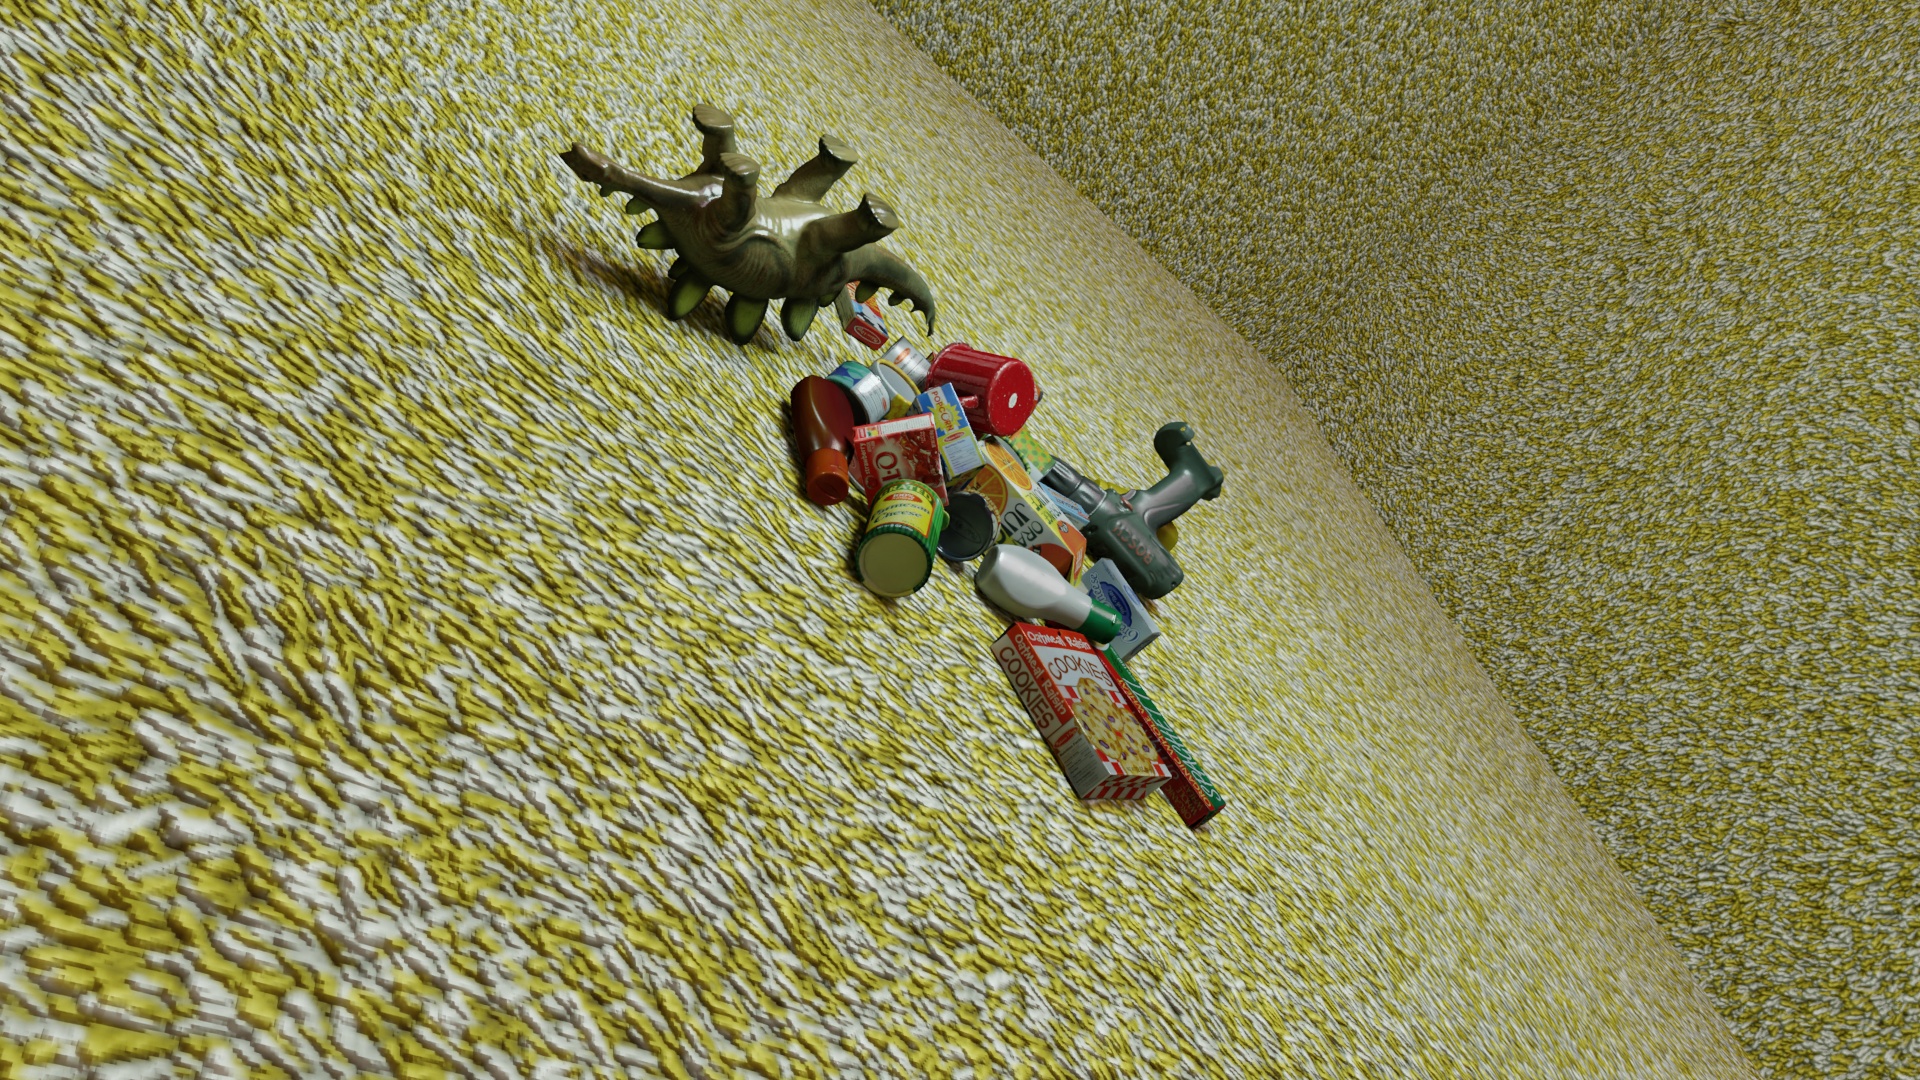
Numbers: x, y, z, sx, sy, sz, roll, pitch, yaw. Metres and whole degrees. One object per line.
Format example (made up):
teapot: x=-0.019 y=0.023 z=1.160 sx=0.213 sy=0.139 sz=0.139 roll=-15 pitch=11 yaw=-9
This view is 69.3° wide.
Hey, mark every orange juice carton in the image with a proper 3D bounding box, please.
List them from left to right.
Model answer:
orange juice carton: x=0.061 y=-0.011 z=1.422 sx=0.193 sy=0.073 sz=0.072 roll=49 pitch=19 yaw=2

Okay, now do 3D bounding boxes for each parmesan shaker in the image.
parmesan shaker: x=-0.049 y=-0.002 z=1.196 sx=0.071 sy=0.071 sz=0.103 roll=42 pitch=21 yaw=-15

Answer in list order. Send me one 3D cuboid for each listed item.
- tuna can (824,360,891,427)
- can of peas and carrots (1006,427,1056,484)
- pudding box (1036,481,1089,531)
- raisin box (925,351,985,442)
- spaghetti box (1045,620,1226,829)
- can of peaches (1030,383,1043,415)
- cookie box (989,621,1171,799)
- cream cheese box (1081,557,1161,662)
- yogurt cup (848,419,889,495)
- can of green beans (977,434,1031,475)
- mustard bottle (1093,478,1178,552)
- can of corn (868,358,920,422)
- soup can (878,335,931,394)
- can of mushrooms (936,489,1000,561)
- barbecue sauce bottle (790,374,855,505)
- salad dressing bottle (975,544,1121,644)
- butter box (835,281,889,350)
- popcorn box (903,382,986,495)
tuna can: x=-0.104 y=-0.137 z=1.335 sx=0.071 sy=0.070 sz=0.033 roll=47 pitch=59 yaw=-3
can of peas and carrots: x=0.066 y=-0.087 z=1.575 sx=0.058 sy=0.070 sz=0.071 roll=46 pitch=21 yaw=-3
pudding box: x=0.101 y=-0.028 z=1.560 sx=0.083 sy=0.049 sz=0.030 roll=25 pitch=28 yaw=-45
raisin box: x=-0.007 y=-0.153 z=1.589 sx=0.086 sy=0.040 sz=0.124 roll=35 pitch=24 yaw=-28
spaghetti box: x=0.173 y=0.171 z=1.375 sx=0.250 sy=0.028 sz=0.050 roll=55 pitch=23 yaw=19
can of peaches: x=0.058 y=-0.182 z=1.722 sx=0.058 sy=0.071 sz=0.071 roll=35 pitch=24 yaw=-28
cookie box: x=0.111 y=0.155 z=1.268 sx=0.123 sy=0.040 sz=0.168 roll=15 pitch=38 yaw=-54
cream cheese box: x=0.166 y=0.075 z=1.499 sx=0.024 sy=0.053 sz=0.104 roll=9 pitch=43 yaw=-56
yogurt cup: x=-0.072 y=-0.076 z=1.306 sx=0.072 sy=0.053 sz=0.073 roll=40 pitch=22 yaw=-19
can of green beans: x=0.034 y=-0.078 z=1.509 sx=0.071 sy=0.057 sz=0.071 roll=40 pitch=22 yaw=-20
mustard bottle: x=0.201 y=-0.036 z=1.753 sx=0.160 sy=0.065 sz=0.049 roll=36 pitch=28 yaw=-19
can of corn: x=-0.079 y=-0.140 z=1.400 sx=0.071 sy=0.058 sz=0.071 roll=40 pitch=22 yaw=-20
soup can: x=-0.056 y=-0.165 z=1.482 sx=0.083 sy=0.071 sz=0.071 roll=45 pitch=21 yaw=-9
can of mushrooms: x=0.005 y=-0.017 z=1.325 sx=0.071 sy=0.071 sz=0.033 roll=49 pitch=19 yaw=4
barbecue sauce bottle: x=-0.122 y=-0.088 z=1.246 sx=0.064 sy=0.043 sz=0.149 roll=40 pitch=22 yaw=-31
salad dressing bottle: x=0.088 y=0.055 z=1.352 sx=0.147 sy=0.043 sz=0.064 roll=28 pitch=58 yaw=-17
butter box: x=-0.117 y=-0.266 z=1.595 sx=0.053 sy=0.024 sz=0.104 roll=30 pitch=27 yaw=-37
popcorn box: x=-0.020 y=-0.091 z=1.329 sx=0.126 sy=0.038 sz=0.085 roll=137 pitch=-70 yaw=-75
